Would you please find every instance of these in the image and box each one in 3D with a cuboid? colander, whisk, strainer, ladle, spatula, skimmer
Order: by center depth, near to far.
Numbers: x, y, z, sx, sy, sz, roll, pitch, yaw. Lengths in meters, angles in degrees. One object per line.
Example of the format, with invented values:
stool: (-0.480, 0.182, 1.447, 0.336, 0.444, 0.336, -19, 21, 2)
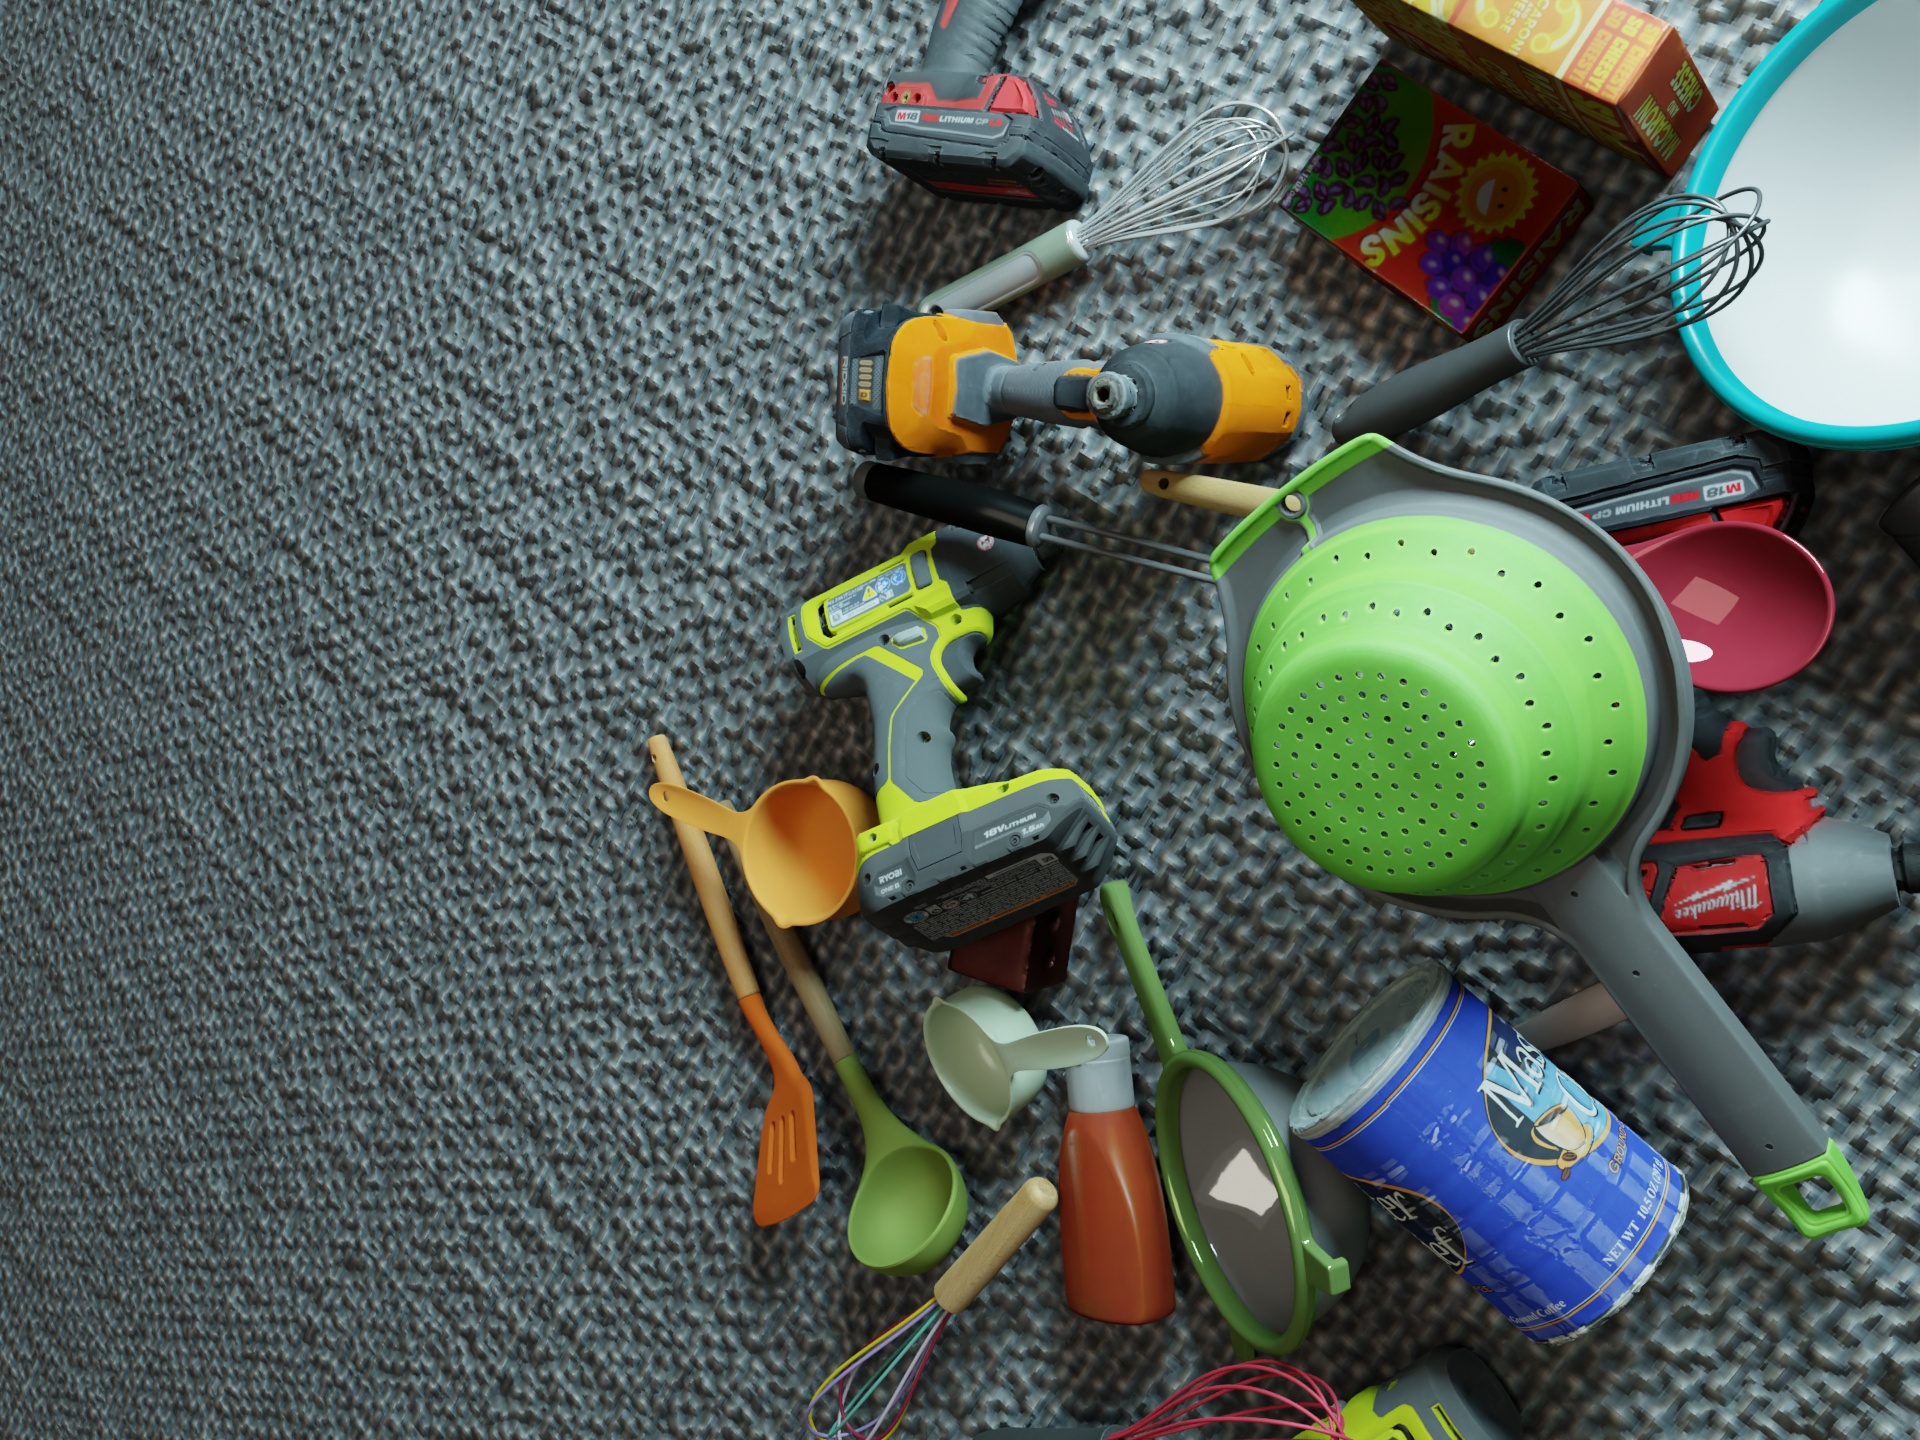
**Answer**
strainer: (0.417, -0.148, 0.593, 0.211, 0.095, 0.341, -48, 43, 37)
colander: (0.239, 0.070, 0.663, 0.397, 0.094, 0.204, 53, 130, 3)
ladle: (0.217, -0.078, 0.708, 0.316, 0.031, 0.069, 19, 98, 33)
whisk: (0.255, -0.174, 0.721, 0.239, 0.055, 0.055, -22, 77, 57)
whisk: (0.093, 0.375, 0.822, 0.296, 0.073, 0.073, -33, 72, 48)
strainer: (0.144, 0.190, 0.824, 0.151, 0.069, 0.257, 103, 152, -54)
skimmer: (0.103, -0.075, 0.832, 0.363, 0.090, 0.127, 19, 80, 32)
whisk: (0.073, -0.268, 0.879, 0.246, 0.059, 0.057, -18, 108, 35)
whisk: (-0.015, 0.348, 0.919, 0.047, 0.051, 0.245, 44, 115, 20)
ladle: (-0.087, 0.184, 0.971, 0.078, 0.062, 0.320, -33, 69, 12)
spatula: (-0.151, 0.156, 1.018, 0.081, 0.041, 0.323, -39, 68, 45)

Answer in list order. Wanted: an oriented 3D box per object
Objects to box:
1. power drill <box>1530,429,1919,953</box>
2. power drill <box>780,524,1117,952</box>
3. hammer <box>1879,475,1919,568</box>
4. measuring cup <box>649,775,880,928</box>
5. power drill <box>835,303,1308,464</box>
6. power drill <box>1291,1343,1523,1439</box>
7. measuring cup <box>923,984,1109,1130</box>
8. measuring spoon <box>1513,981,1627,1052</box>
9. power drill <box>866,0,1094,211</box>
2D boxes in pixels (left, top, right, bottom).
power drill: (0.332, -0.008, 0.700, 0.143, 0.078, 0.220, -9, 88, 33)
power drill: (-0.001, -0.003, 0.872, 0.171, 0.080, 0.223, -25, 56, 15)
hammer: (0.453, 0.050, 0.637, 0.146, 0.035, 0.335, -20, 83, 31)
measuring cup: (-0.118, 0.068, 0.993, 0.174, 0.052, 0.095, 18, 99, 33)
power drill: (0.045, -0.171, 0.826, 0.227, 0.164, 0.084, 11, 104, 33)
power drill: (0.232, 0.443, 0.759, 0.190, 0.080, 0.229, -47, 65, 23)
measuring cup: (0.040, 0.175, 0.866, 0.167, 0.038, 0.083, -27, 88, 54)
measuring spoon: (0.283, 0.147, 0.761, 0.124, 0.018, 0.034, -34, 72, 26)
power drill: (0.052, -0.406, 0.876, 0.188, 0.080, 0.226, 17, 96, 31)
